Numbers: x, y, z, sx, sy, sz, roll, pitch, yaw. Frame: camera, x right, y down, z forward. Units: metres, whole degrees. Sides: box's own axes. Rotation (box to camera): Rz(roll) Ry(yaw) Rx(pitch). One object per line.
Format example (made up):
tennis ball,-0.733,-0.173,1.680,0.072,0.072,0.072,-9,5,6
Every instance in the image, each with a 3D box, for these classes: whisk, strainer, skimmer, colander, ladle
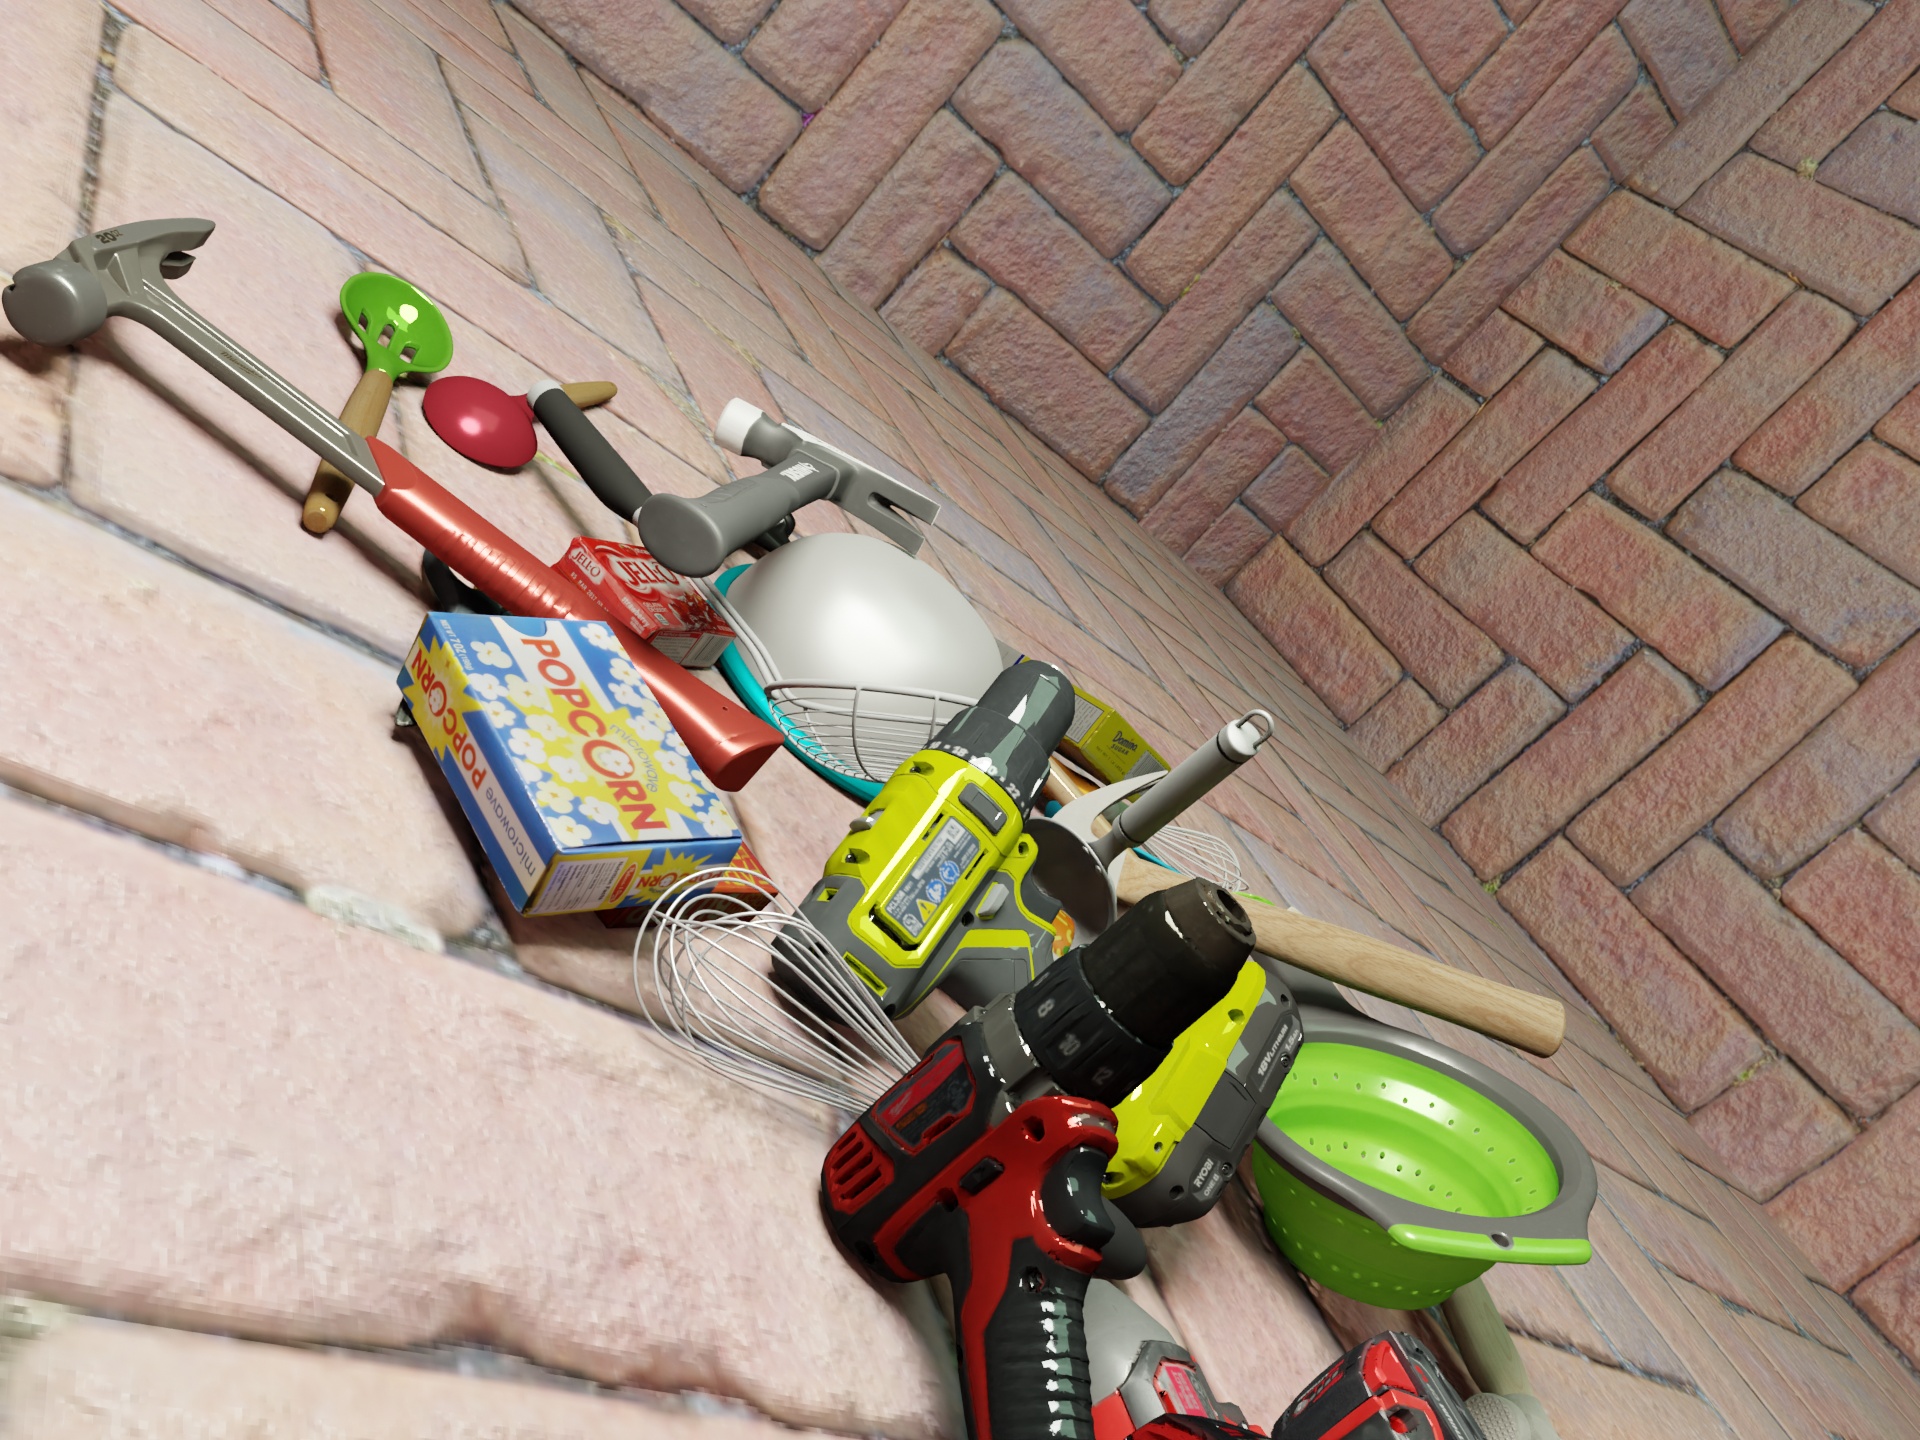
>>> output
whisk,0.140,0.086,1.267,0.246,0.058,0.059,30,-16,-29
strainer,-0.002,-0.003,0.972,0.340,0.095,0.211,46,24,9
strainer,0.086,0.059,0.811,0.050,0.258,0.087,-24,75,-36
skimmer,-0.116,-0.093,0.858,0.364,0.090,0.127,48,13,25
colander,0.218,0.223,0.946,0.204,0.094,0.397,9,18,-12
ladle,-0.268,-0.206,1.034,0.069,0.031,0.315,42,13,-8
whisk,-0.016,0.154,0.642,0.284,0.070,0.070,42,14,-25

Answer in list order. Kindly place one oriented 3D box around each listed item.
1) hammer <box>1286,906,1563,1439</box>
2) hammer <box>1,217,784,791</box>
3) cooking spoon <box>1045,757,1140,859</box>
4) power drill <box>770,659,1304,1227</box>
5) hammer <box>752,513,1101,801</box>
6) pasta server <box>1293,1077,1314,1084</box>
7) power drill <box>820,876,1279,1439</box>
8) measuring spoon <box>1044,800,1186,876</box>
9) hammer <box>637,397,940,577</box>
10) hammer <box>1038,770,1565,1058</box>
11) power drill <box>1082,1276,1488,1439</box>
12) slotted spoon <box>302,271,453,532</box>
hammer,0.284,0.283,1.009,0.146,0.038,0.411,35,24,-36
hammer,-0.230,-0.091,0.716,0.359,0.036,0.149,38,19,-14
cooking spoon,0.048,0.022,1.105,0.319,0.017,0.069,49,20,9
power drill,0.048,0.102,0.732,0.228,0.191,0.080,44,-27,-14
hammer,-0.030,-0.039,1.154,0.337,0.034,0.127,40,14,-5
pasta server,0.141,0.195,1.005,0.316,0.040,0.060,23,25,-45
power drill,0.049,0.174,0.504,0.080,0.188,0.227,32,23,-36
measuring spoon,0.114,0.099,1.144,0.128,0.021,0.042,29,-21,8
hammer,-0.097,-0.116,0.844,0.146,0.035,0.335,27,16,-2
hammer,0.199,0.127,0.933,0.331,0.130,0.031,19,-17,-4
power drill,0.117,0.282,0.602,0.219,0.078,0.143,28,20,-38
slotted spoon,-0.306,-0.167,0.819,0.070,0.031,0.314,35,19,-27
